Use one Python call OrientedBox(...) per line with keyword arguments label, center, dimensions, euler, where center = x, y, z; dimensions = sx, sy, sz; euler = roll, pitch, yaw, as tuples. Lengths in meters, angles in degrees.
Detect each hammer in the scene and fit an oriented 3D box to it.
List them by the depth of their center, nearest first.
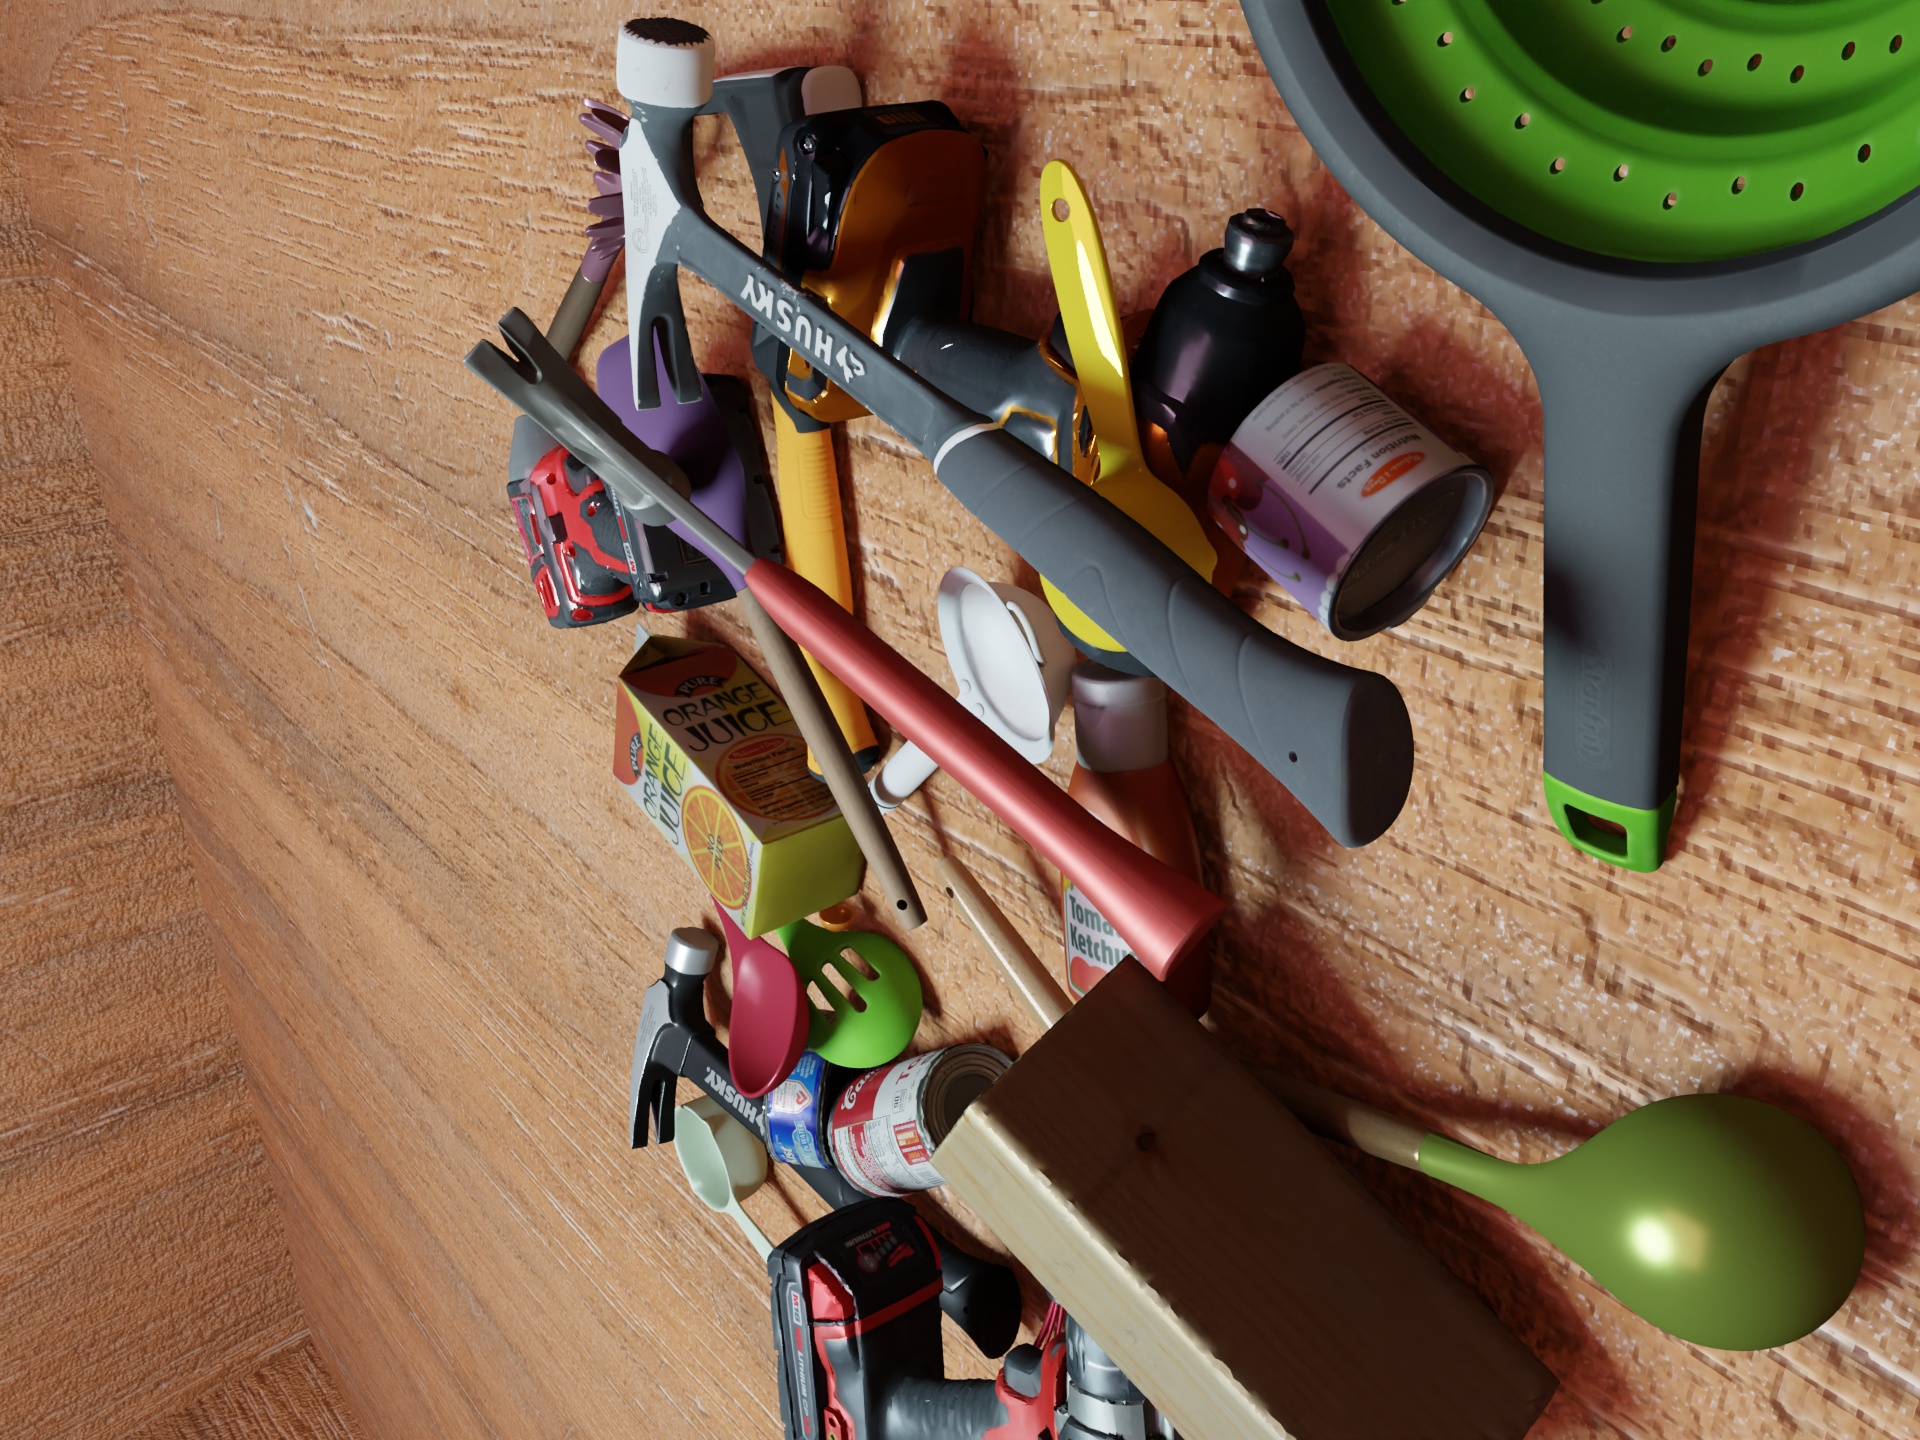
OrientedBox(label="hammer", center=(-0.011, -0.094, 0.526), dimensions=(0.409, 0.036, 0.149), euler=(44, 138, 35))
OrientedBox(label="hammer", center=(-0.046, -0.031, 0.622), dimensions=(0.359, 0.037, 0.149), euler=(40, 177, 23))
OrientedBox(label="hammer", center=(-0.080, -0.130, 0.762), dimensions=(0.127, 0.034, 0.336), euler=(19, 121, 48))
OrientedBox(label="hammer", center=(-0.090, 0.263, 0.943), dimensions=(0.335, 0.035, 0.146), euler=(29, 108, 39))

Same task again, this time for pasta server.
OrientedBox(label="pasta server", center=(-0.211, -0.233, 0.860), dimensions=(0.316, 0.040, 0.060), euler=(155, 112, -63))

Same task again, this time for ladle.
OrientedBox(label="ladle", center=(0.159, 0.143, 0.574), dimensions=(0.320, 0.062, 0.078), euler=(4, 112, 60))
OrientedBox(label="ladle", center=(-0.144, 0.077, 0.902), dimensions=(0.069, 0.031, 0.316), euler=(-50, 47, 25))

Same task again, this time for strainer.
OrientedBox(label="strainer", center=(-0.001, -0.002, 0.706), dimensions=(0.087, 0.050, 0.258), euler=(62, 152, 9))

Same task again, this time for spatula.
OrientedBox(label="spatula", center=(0.078, 0.190, 0.679), dimensions=(0.318, 0.044, 0.082), euler=(53, 145, 14))
OrientedBox(label="spatula", center=(-0.092, -0.041, 0.767), dimensions=(0.060, 0.018, 0.316), euler=(-26, 93, 17))

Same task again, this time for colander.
OrientedBox(label="colander", center=(0.178, -0.128, 0.381), dimensions=(0.205, 0.094, 0.396), euler=(26, 144, 41))

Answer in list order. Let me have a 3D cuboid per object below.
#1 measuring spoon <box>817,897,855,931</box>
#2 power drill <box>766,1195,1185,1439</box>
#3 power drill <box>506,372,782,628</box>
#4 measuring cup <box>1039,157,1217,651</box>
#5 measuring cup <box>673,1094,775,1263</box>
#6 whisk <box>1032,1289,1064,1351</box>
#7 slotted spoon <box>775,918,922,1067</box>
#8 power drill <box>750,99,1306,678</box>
OrientedBox(label="measuring spoon", center=(-0.092, 0.087, 0.890), dimensions=(0.117, 0.021, 0.011), euler=(37, 134, 47))
OrientedBox(label="power drill", center=(0.014, 0.279, 0.713), dimensions=(0.227, 0.080, 0.188), euler=(2, 99, 45))
OrientedBox(label="power drill", center=(-0.191, -0.125, 0.885), dimensions=(0.220, 0.078, 0.143), euler=(3, 108, 56))
OrientedBox(label="measuring cup", center=(0.039, -0.095, 0.502), dimensions=(0.062, 0.029, 0.156), euler=(6, 118, 45))
OrientedBox(label="measuring cup", center=(-0.133, 0.316, 1.052), dimensions=(0.168, 0.038, 0.083), euler=(45, 138, 29))
OrientedBox(label="whisk", center=(0.052, 0.291, 0.769), dimensions=(0.073, 0.073, 0.295), euler=(24, 119, 46))
OrientedBox(label="slotted spoon", center=(-0.123, 0.098, 0.925), dimensions=(0.314, 0.070, 0.031), euler=(35, 167, 47))
OrientedBox(label="power drill", center=(0.025, -0.141, 0.578), dimensions=(0.227, 0.084, 0.164), euler=(42, 136, 28))
